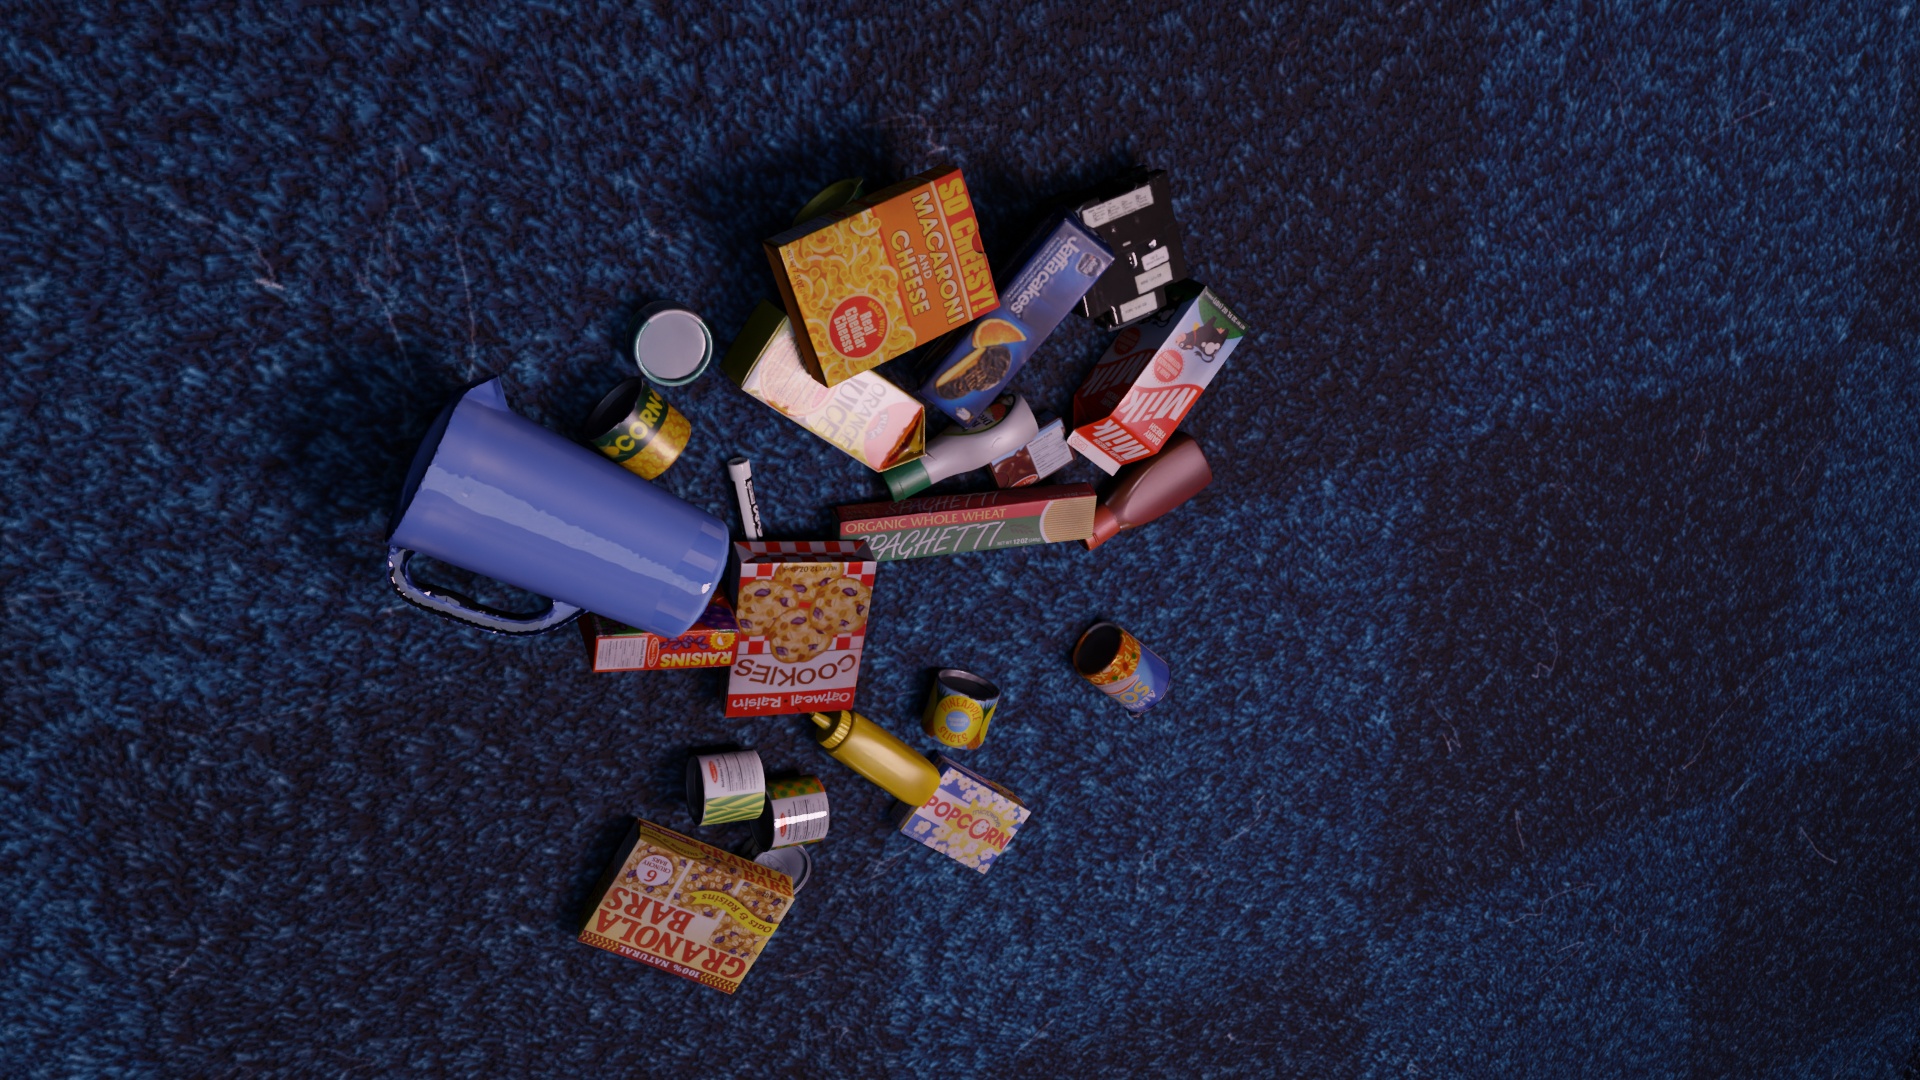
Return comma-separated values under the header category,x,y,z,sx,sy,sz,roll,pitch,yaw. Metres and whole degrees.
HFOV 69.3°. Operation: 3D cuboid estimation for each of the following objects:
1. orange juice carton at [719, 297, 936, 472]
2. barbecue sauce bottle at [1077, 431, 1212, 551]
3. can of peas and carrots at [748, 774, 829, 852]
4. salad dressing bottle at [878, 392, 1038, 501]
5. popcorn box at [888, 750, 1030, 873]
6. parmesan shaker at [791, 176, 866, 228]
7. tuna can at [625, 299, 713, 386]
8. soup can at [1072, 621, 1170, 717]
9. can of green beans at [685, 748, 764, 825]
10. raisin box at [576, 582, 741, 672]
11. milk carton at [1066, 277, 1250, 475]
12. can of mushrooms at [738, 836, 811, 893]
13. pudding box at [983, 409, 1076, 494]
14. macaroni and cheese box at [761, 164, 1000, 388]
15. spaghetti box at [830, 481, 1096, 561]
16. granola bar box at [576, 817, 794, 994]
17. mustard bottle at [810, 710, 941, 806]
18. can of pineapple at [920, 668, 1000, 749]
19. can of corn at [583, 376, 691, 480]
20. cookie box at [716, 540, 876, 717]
category,x,y,z,sx,sy,sz,roll,pitch,yaw
orange juice carton,-0.103,-0.123,1.195,0.192,0.072,0.073,31,96,-32
barbecue sauce bottle,0.178,-0.045,1.383,0.149,0.044,0.064,-34,122,-9
can of peas and carrots,-0.166,0.259,1.330,0.059,0.071,0.070,-4,113,-31
salad dressing bottle,-0.003,-0.084,1.270,0.148,0.064,0.043,-28,118,-6
popcorn box,0.000,0.282,1.437,0.126,0.038,0.085,35,93,-33
parmesan shaker,-0.081,-0.242,1.158,0.071,0.071,0.103,-43,123,-4
tuna can,-0.238,-0.159,1.137,0.071,0.033,0.070,-10,114,-22
soup can,0.166,0.133,1.437,0.083,0.071,0.071,37,92,-32
can of green beans,-0.219,0.229,1.291,0.058,0.071,0.071,-2,112,-26
raisin box,-0.259,0.072,1.192,0.123,0.086,0.040,0,118,-25
milk carton,0.179,-0.154,1.319,0.072,0.073,0.190,33,95,-33
can of mushrooms,-0.185,0.320,1.365,0.071,0.033,0.070,-10,116,-22
pudding box,0.063,-0.081,1.319,0.084,0.030,0.049,-32,122,-11
macaroni and cheese box,-0.060,-0.213,1.117,0.167,0.040,0.123,-28,121,-17
spaghetti box,0.005,-0.016,1.294,0.250,0.029,0.050,-6,123,-14
granola bar box,-0.259,0.348,1.313,0.165,0.039,0.124,27,104,-21
mustard bottle,-0.092,0.201,1.346,0.160,0.065,0.049,37,87,-27
can of pineapple,-0.001,0.167,1.370,0.071,0.071,0.057,10,106,-29
can of corn,-0.262,-0.090,1.132,0.071,0.071,0.058,-47,124,-1
cookie box,-0.150,0.081,1.259,0.123,0.040,0.166,-1,121,-21
